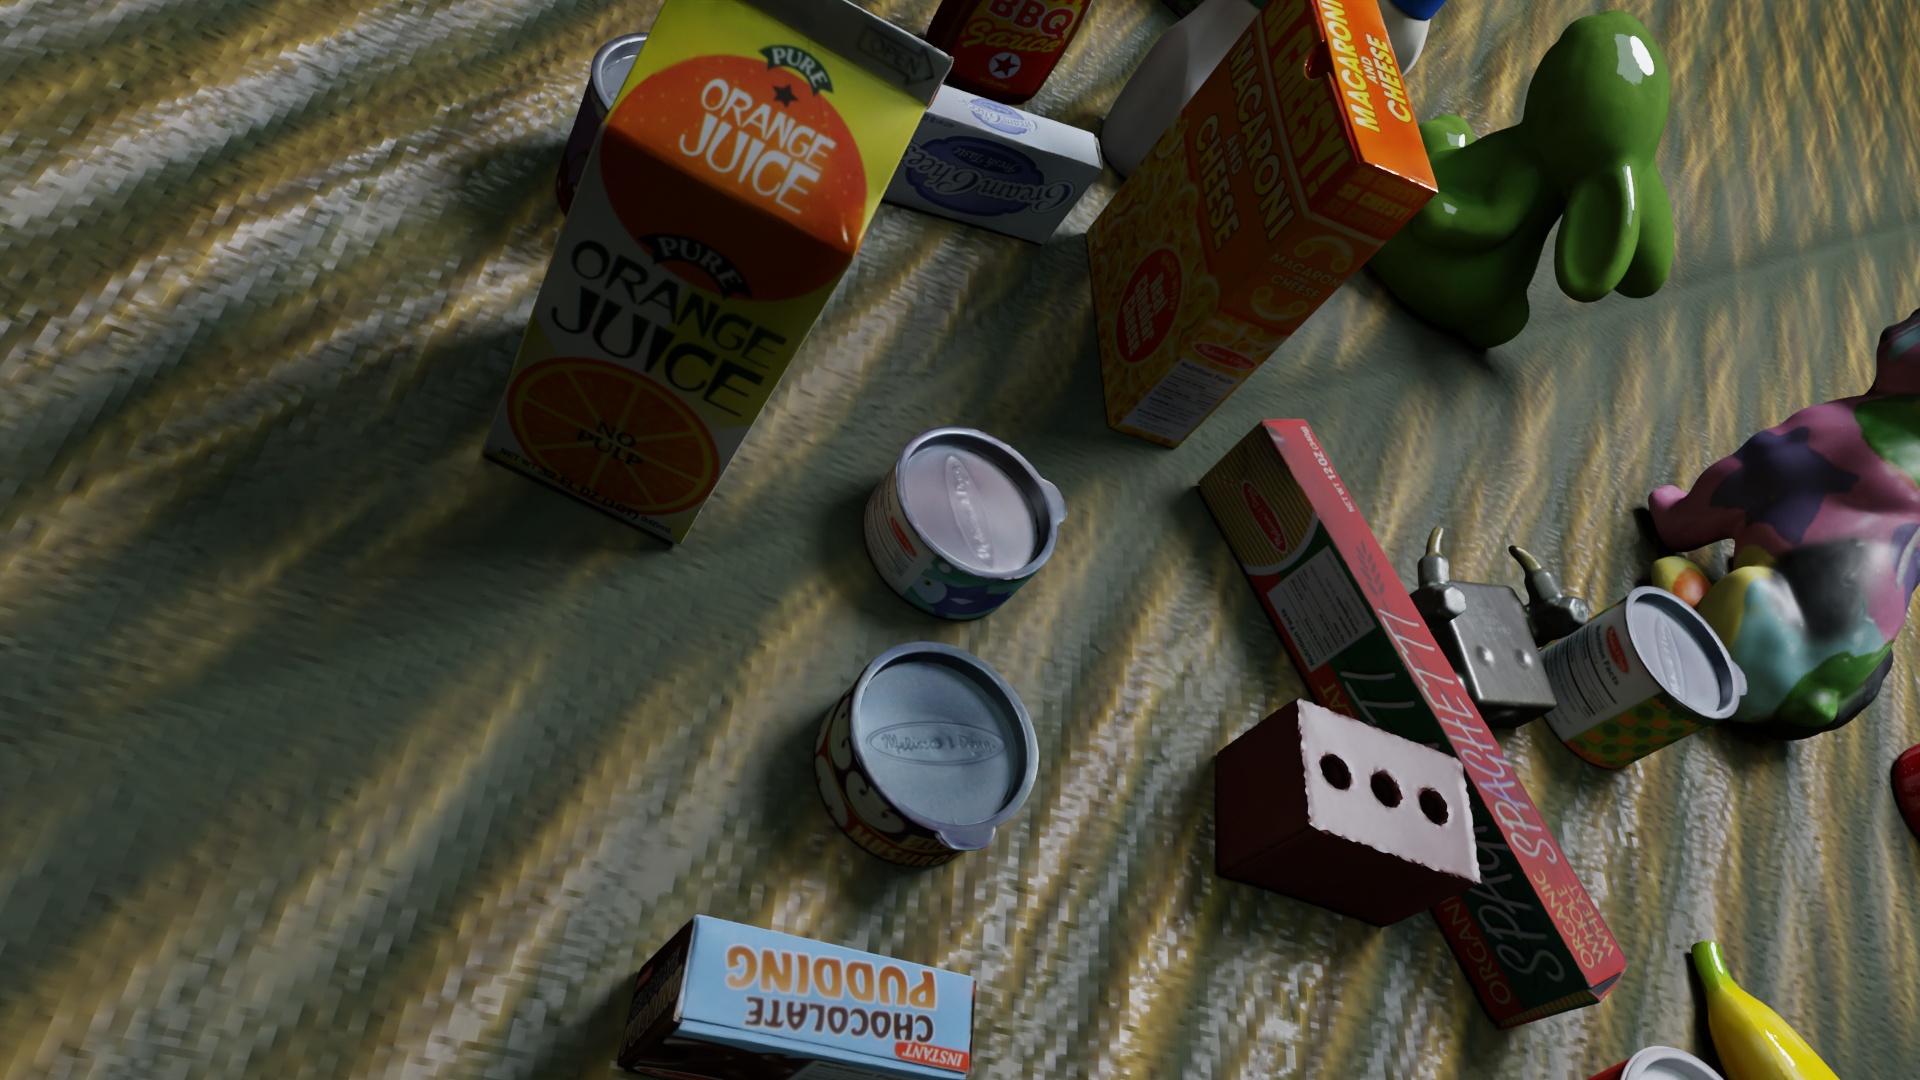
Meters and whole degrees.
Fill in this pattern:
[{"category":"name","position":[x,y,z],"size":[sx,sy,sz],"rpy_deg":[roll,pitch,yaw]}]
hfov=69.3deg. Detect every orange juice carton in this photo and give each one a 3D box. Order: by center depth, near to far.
[{"category":"orange juice carton","position":[-0.075,-0.087,0.412],"size":[0.072,0.191,0.073],"rpy_deg":[27,49,-14]}]

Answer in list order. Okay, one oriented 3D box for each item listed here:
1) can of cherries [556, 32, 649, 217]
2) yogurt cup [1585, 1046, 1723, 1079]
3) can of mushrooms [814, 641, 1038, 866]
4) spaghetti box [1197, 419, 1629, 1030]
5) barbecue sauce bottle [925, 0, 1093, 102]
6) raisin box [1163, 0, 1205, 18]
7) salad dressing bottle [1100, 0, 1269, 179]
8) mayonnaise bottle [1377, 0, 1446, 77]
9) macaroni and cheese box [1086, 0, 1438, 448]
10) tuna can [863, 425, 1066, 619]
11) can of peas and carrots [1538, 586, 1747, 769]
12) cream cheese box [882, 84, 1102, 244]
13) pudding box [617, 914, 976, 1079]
[{"category":"can of cherries","position":[-0.113,-0.143,0.521],"size":[0.071,0.058,0.072],"rpy_deg":[16,52,-22]},{"category":"yogurt cup","position":[0.237,0.217,0.484],"size":[0.072,0.053,0.073],"rpy_deg":[16,52,-22]},{"category":"can of mushrooms","position":[-0.011,0.071,0.448],"size":[0.071,0.033,0.071],"rpy_deg":[16,51,-22]},{"category":"spaghetti box","position":[0.174,0.066,0.555],"size":[0.029,0.050,0.251],"rpy_deg":[-9,64,-36]},{"category":"barbecue sauce bottle","position":[0.042,-0.275,0.649],"size":[0.065,0.147,0.044],"rpy_deg":[9,55,-27]},{"category":"raisin box","position":[0.166,-0.355,0.800],"size":[0.086,0.122,0.040],"rpy_deg":[44,47,3]},{"category":"salad dressing bottle","position":[0.124,-0.237,0.674],"size":[0.044,0.147,0.064],"rpy_deg":[8,55,-28]},{"category":"mayonnaise bottle","position":[0.213,-0.264,0.747],"size":[0.065,0.147,0.041],"rpy_deg":[32,47,-9]},{"category":"macaroni and cheese box","position":[0.115,-0.136,0.584],"size":[0.040,0.165,0.124],"rpy_deg":[15,52,-23]},{"category":"tuna can","position":[0.002,-0.006,0.512],"size":[0.071,0.032,0.071],"rpy_deg":[16,51,-22]},{"category":"can of peas and carrots","position":[0.309,0.064,0.634],"size":[0.071,0.058,0.071],"rpy_deg":[16,52,-22]},{"category":"cream cheese box","position":[0.005,-0.168,0.615],"size":[0.104,0.053,0.024],"rpy_deg":[9,55,-27]},{"category":"pudding box","position":[-0.043,0.130,0.375],"size":[0.084,0.049,0.030],"rpy_deg":[19,51,-20]}]
